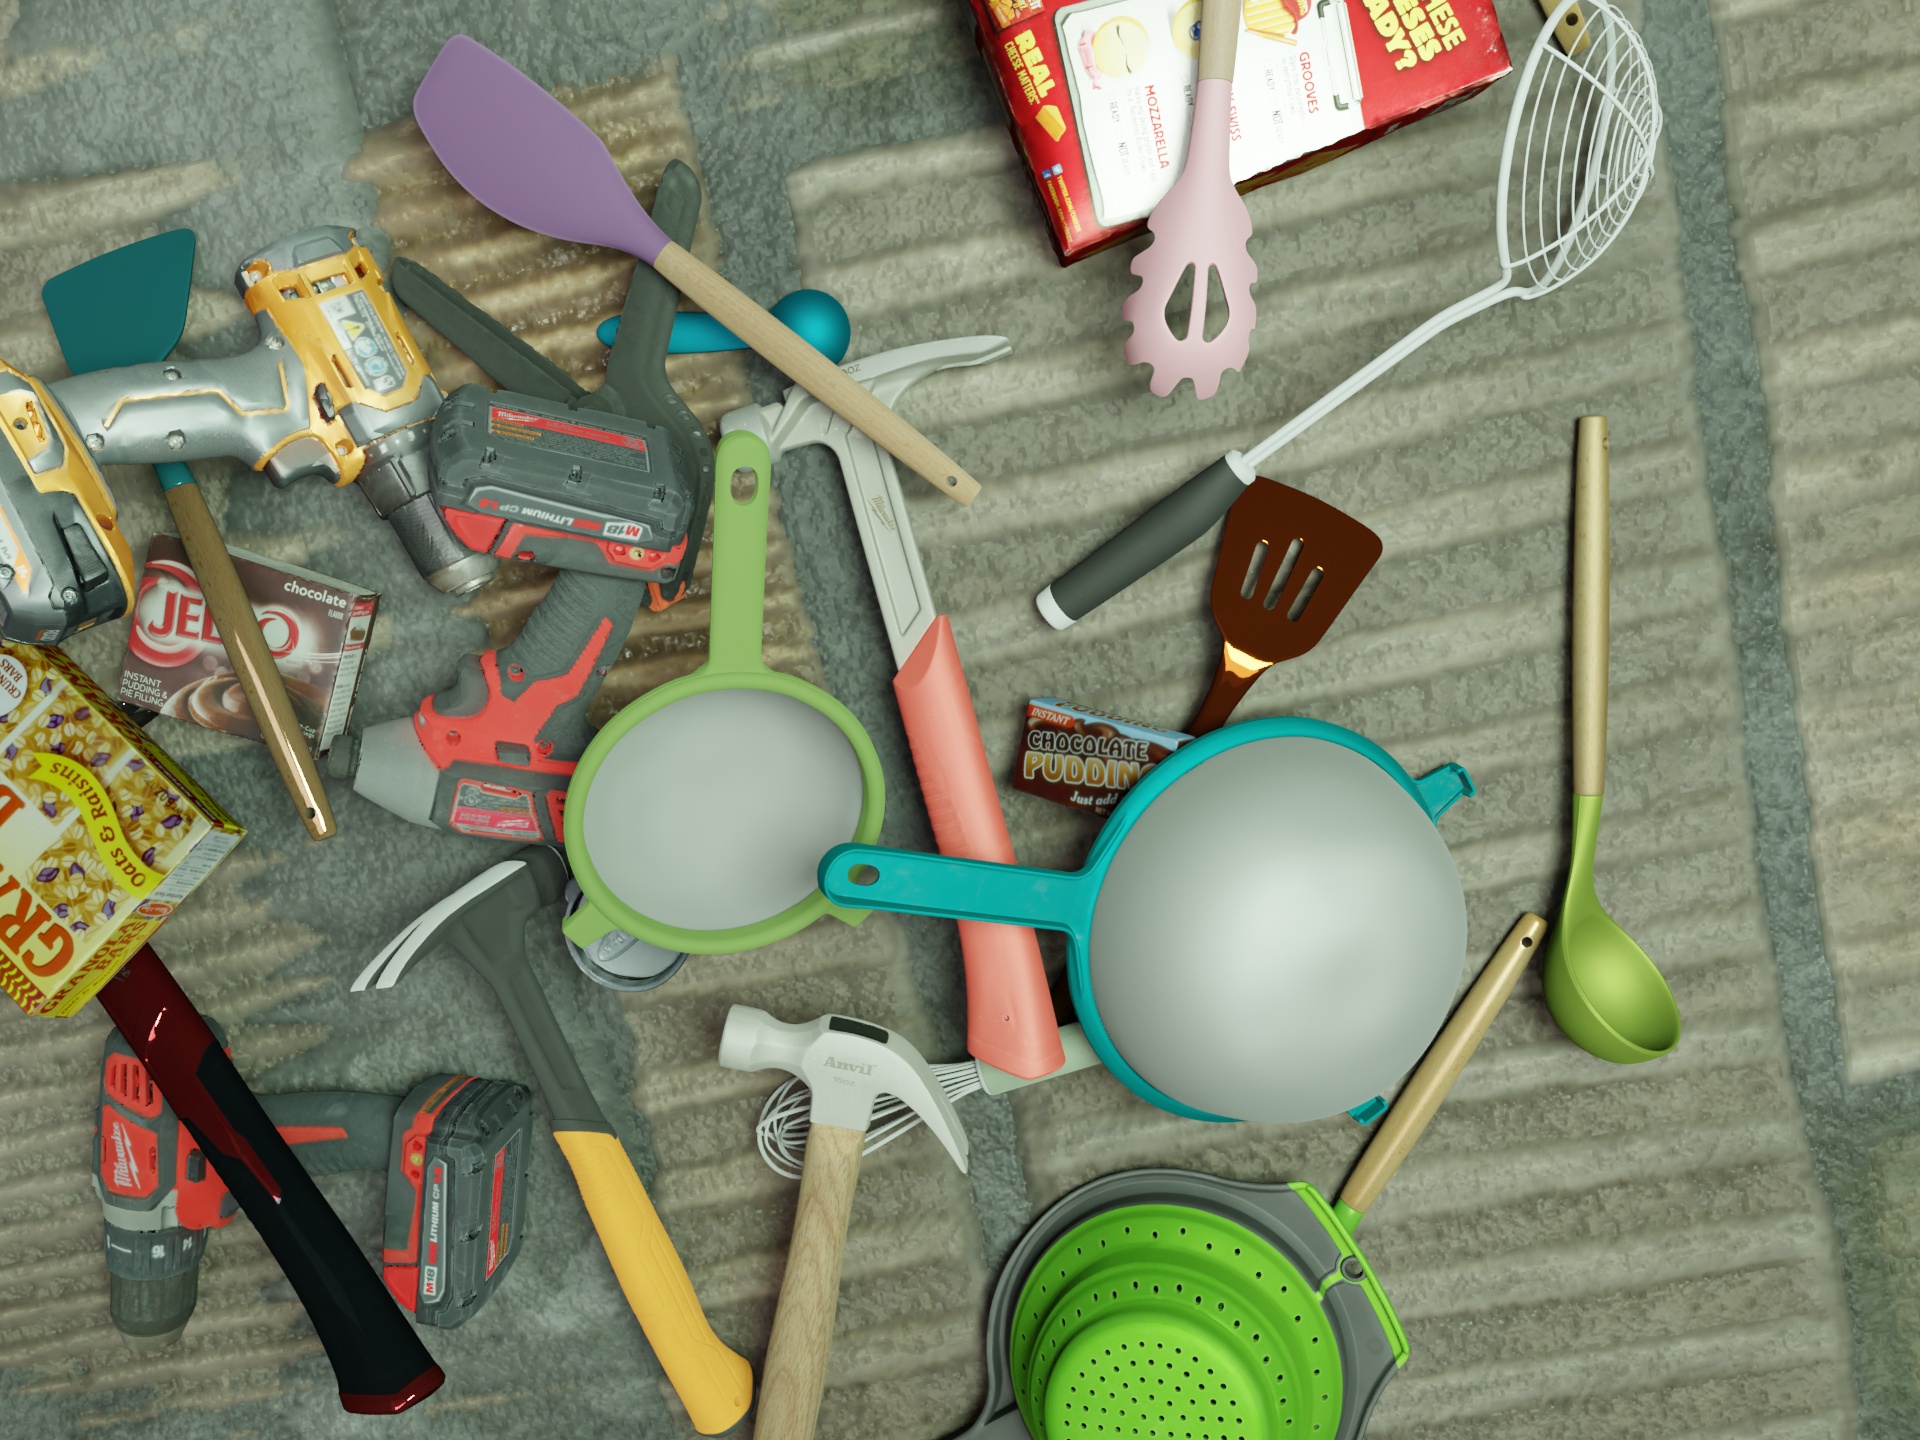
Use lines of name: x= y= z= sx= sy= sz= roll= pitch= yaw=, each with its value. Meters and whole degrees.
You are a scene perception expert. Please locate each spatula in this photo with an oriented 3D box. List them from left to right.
spatula: x=-0.369 y=-0.090 z=0.787 sx=0.082 sy=0.044 sz=0.317 roll=-21 pitch=91 yaw=-1
spatula: x=-0.119 y=-0.200 z=0.742 sx=0.316 sy=0.018 sz=0.059 roll=37 pitch=107 yaw=-5
spatula: x=0.109 y=0.034 z=0.817 sx=0.081 sy=0.041 sz=0.322 roll=26 pitch=104 yaw=0

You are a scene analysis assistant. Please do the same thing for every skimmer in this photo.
skimmer: x=0.168 y=-0.178 z=0.748 sx=0.363 sy=0.127 sz=0.090 roll=-37 pitch=66 yaw=22

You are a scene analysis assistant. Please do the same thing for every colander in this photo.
colander: x=0.038 y=0.384 z=0.829 sx=0.397 sy=0.094 sz=0.204 roll=-32 pitch=83 yaw=13

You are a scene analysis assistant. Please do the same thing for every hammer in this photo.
hammer: x=-0.369 y=0.171 z=0.796 sx=0.143 sy=0.038 sz=0.386 roll=-40 pitch=79 yaw=-3
hammer: x=-0.192 y=0.239 z=0.832 sx=0.034 sy=0.127 sz=0.336 roll=-13 pitch=107 yaw=33
hammer: x=-0.078 y=0.306 z=0.826 sx=0.130 sy=0.031 sz=0.331 roll=10 pitch=107 yaw=0
hammer: x=-0.001 y=-0.003 z=0.784 sx=0.149 sy=0.036 sz=0.359 roll=-16 pitch=90 yaw=7

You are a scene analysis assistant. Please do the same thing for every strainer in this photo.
strainer: x=-0.112 y=-0.015 z=0.746 sx=0.151 sy=0.069 sz=0.256 roll=-2 pitch=114 yaw=-18
strainer: x=0.106 y=0.100 z=0.730 sx=0.340 sy=0.095 sz=0.211 roll=10 pitch=99 yaw=-23

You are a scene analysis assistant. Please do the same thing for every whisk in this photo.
whisk: x=0.005 y=0.185 z=0.829 sx=0.246 sy=0.059 sz=0.057 roll=-19 pitch=143 yaw=10

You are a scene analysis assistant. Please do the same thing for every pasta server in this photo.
pasta server: x=0.110 y=-0.300 z=0.683 sx=0.060 sy=0.040 sz=0.316 roll=4 pitch=97 yaw=0

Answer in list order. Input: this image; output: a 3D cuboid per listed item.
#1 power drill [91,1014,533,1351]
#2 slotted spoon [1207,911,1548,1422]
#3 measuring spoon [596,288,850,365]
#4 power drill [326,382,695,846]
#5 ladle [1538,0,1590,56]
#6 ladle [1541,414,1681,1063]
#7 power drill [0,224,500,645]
power drill: x=-0.356 y=0.263 z=0.857 sx=0.226 sy=0.080 sz=0.188 roll=8 pitch=100 yaw=5
slotted spoon: x=0.223 y=0.237 z=0.844 sx=0.070 sy=0.031 sz=0.313 roll=30 pitch=98 yaw=4
measuring spoon: x=-0.119 y=-0.193 z=0.788 sx=0.128 sy=0.021 sz=0.042 roll=1 pitch=100 yaw=4
power drill: x=-0.214 y=-0.038 z=0.755 sx=0.143 sy=0.079 sz=0.219 roll=10 pitch=121 yaw=-21
ladle: x=0.218 y=-0.451 z=0.722 sx=0.069 sy=0.031 sz=0.315 roll=-27 pitch=99 yaw=10
ladle: x=0.322 y=0.011 z=0.785 sx=0.062 sy=0.078 sz=0.320 roll=5 pitch=99 yaw=47
power drill: x=-0.339 y=-0.112 z=0.739 sx=0.226 sy=0.084 sz=0.185 roll=-33 pitch=101 yaw=-33
